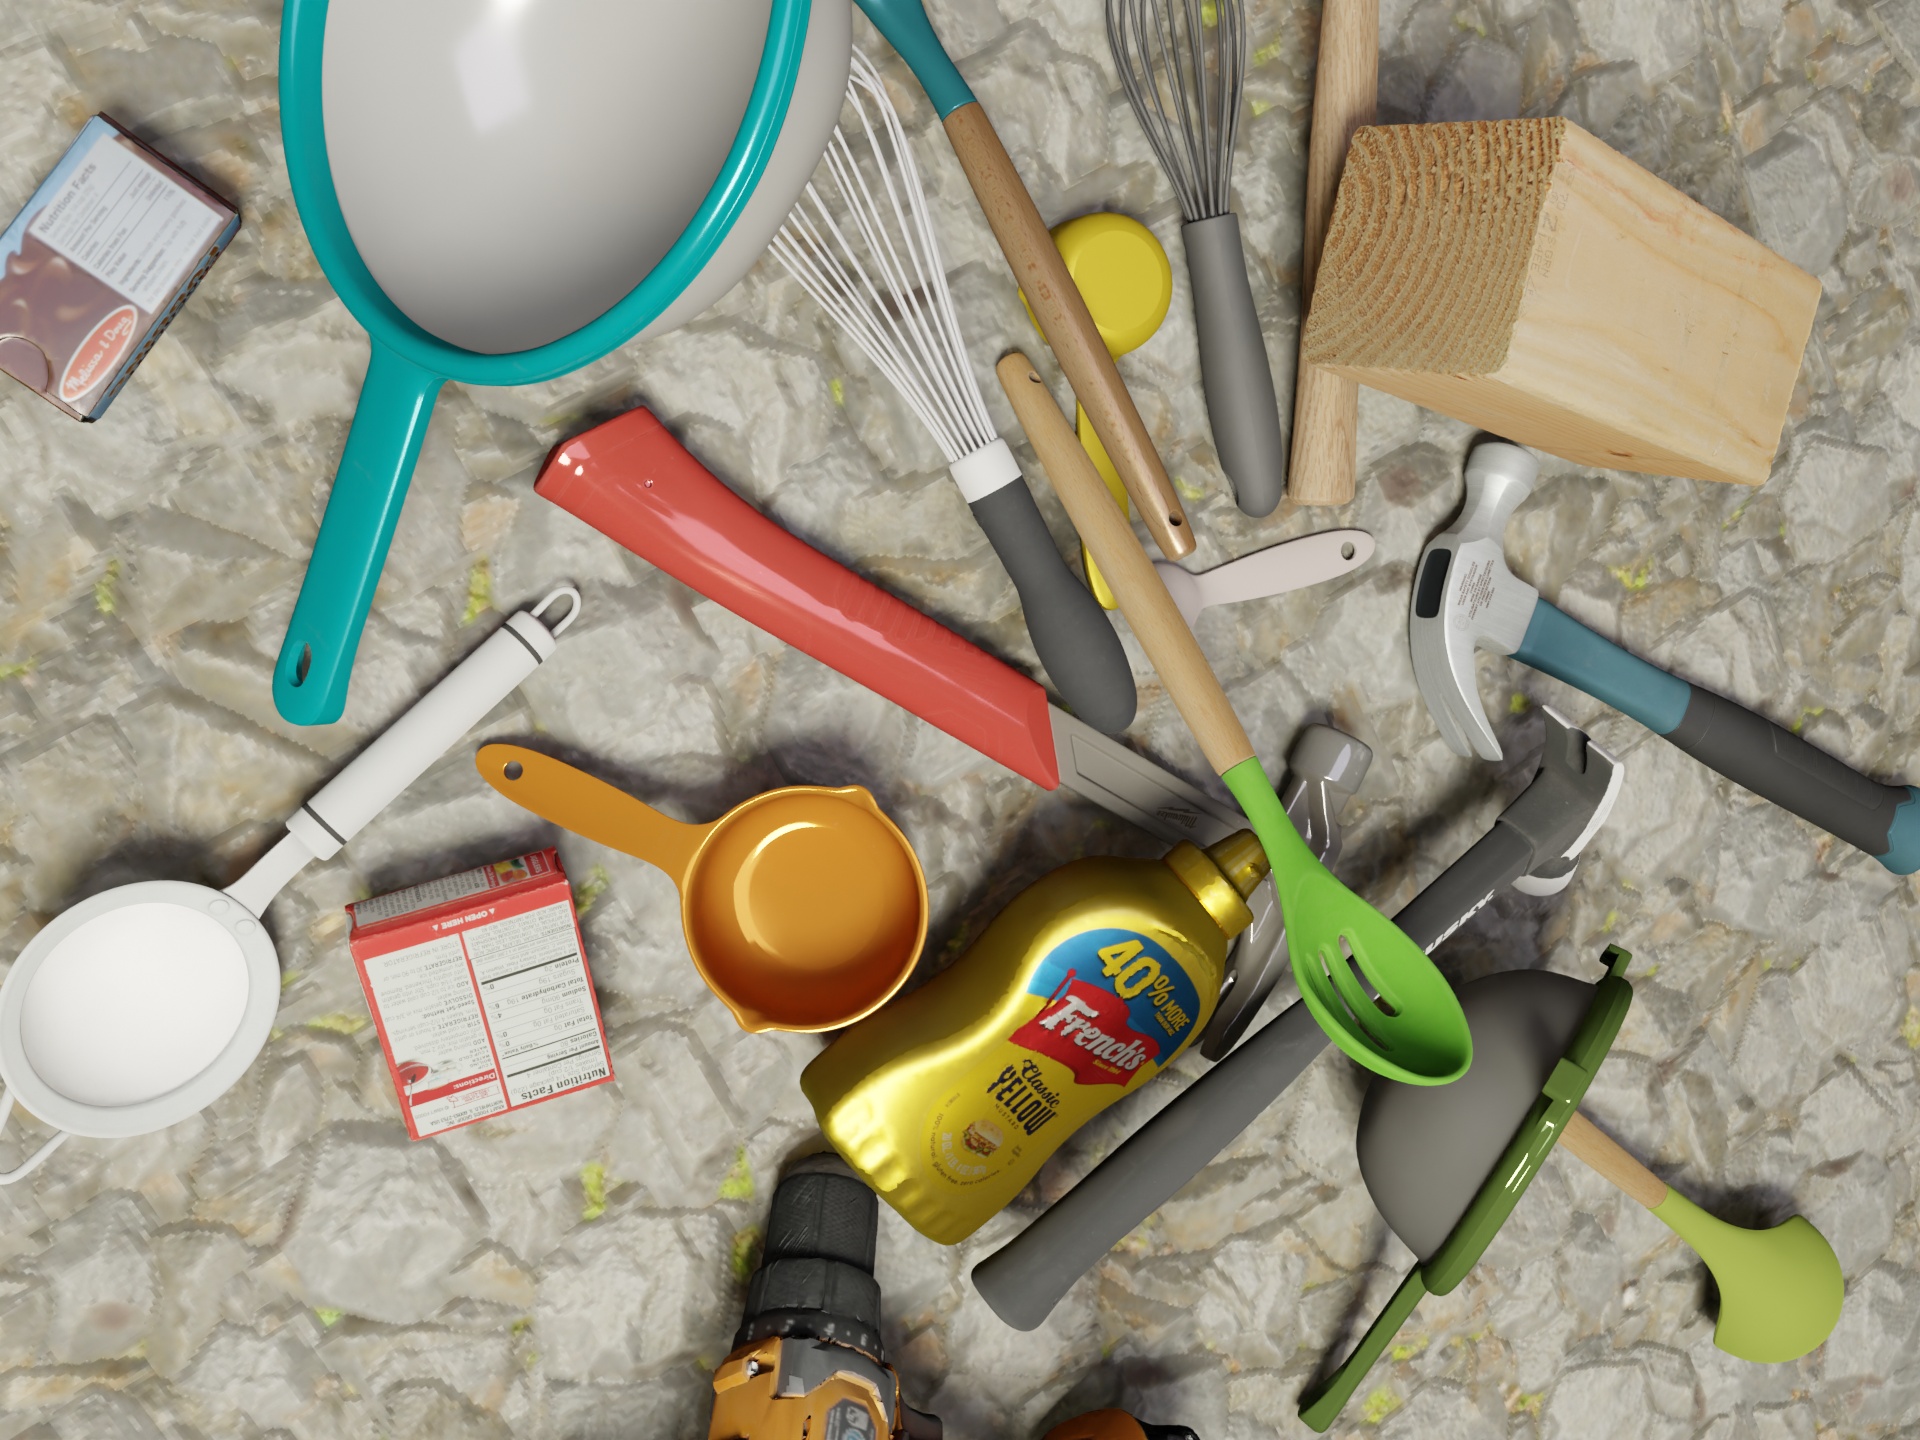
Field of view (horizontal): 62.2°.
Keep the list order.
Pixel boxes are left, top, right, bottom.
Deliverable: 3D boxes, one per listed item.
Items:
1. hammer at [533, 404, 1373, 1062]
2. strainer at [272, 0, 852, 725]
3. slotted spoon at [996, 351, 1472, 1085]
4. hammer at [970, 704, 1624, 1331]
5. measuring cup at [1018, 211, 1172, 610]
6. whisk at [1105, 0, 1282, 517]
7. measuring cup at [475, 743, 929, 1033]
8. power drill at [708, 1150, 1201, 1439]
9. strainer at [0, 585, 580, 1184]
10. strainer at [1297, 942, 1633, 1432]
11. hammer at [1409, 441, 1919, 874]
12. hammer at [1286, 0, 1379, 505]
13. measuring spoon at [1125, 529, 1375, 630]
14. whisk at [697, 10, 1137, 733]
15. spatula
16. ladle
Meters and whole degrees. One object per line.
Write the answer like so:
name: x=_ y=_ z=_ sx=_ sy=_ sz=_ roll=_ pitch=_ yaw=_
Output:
hammer: x=-0.001 y=-0.002 z=0.617 sx=0.358 sy=0.037 sz=0.149 roll=30 pitch=85 yaw=-21
strainer: x=-0.133 y=-0.149 z=0.512 sx=0.095 sy=0.211 sz=0.340 roll=-4 pitch=124 yaw=-58
slotted spoon: x=0.091 y=-0.006 z=0.589 sx=0.070 sy=0.031 sz=0.314 roll=-16 pitch=73 yaw=-44
hammer: x=0.139 y=0.120 z=0.634 sx=0.335 sy=0.146 sz=0.035 roll=-37 pitch=62 yaw=-13
measuring cup: x=0.060 y=-0.122 z=0.628 sx=0.062 sy=0.029 sz=0.156 roll=-6 pitch=95 yaw=-20
whisk: x=0.100 y=-0.197 z=0.629 sx=0.055 sy=0.055 sz=0.239 roll=-18 pitch=105 yaw=-18
measuring cup: x=-0.093 y=0.049 z=0.586 sx=0.173 sy=0.052 sz=0.095 roll=25 pitch=88 yaw=2
power drill: x=0.001 y=0.282 z=0.601 sx=0.226 sy=0.186 sz=0.084 roll=35 pitch=128 yaw=-29
strainer: x=-0.224 y=0.044 z=0.537 sx=0.258 sy=0.050 sz=0.086 roll=-46 pitch=131 yaw=-16
strainer: x=0.189 y=0.199 z=0.679 sx=0.069 sy=0.151 sz=0.256 roll=33 pitch=115 yaw=19
hammer: x=0.344 y=-0.002 z=0.747 sx=0.330 sy=0.033 sz=0.128 roll=24 pitch=87 yaw=-21
hammer: x=0.151 y=-0.251 z=0.624 sx=0.130 sy=0.031 sz=0.331 roll=-26 pitch=119 yaw=-62
measuring spoon: x=0.126 y=-0.060 z=0.667 sx=0.124 sy=0.018 sz=0.034 roll=-17 pitch=101 yaw=-19
whisk: x=-0.007 y=-0.119 z=0.574 sx=0.070 sy=0.070 sz=0.284 roll=-31 pitch=101 yaw=-15
spatula: x=0.014 y=-0.203 z=0.580 sx=0.082 sy=0.044 sz=0.317 roll=-29 pitch=94 yaw=-20
ladle: x=0.305 y=0.208 z=0.758 sx=0.320 sy=0.062 sz=0.078 roll=38 pitch=85 yaw=-13
